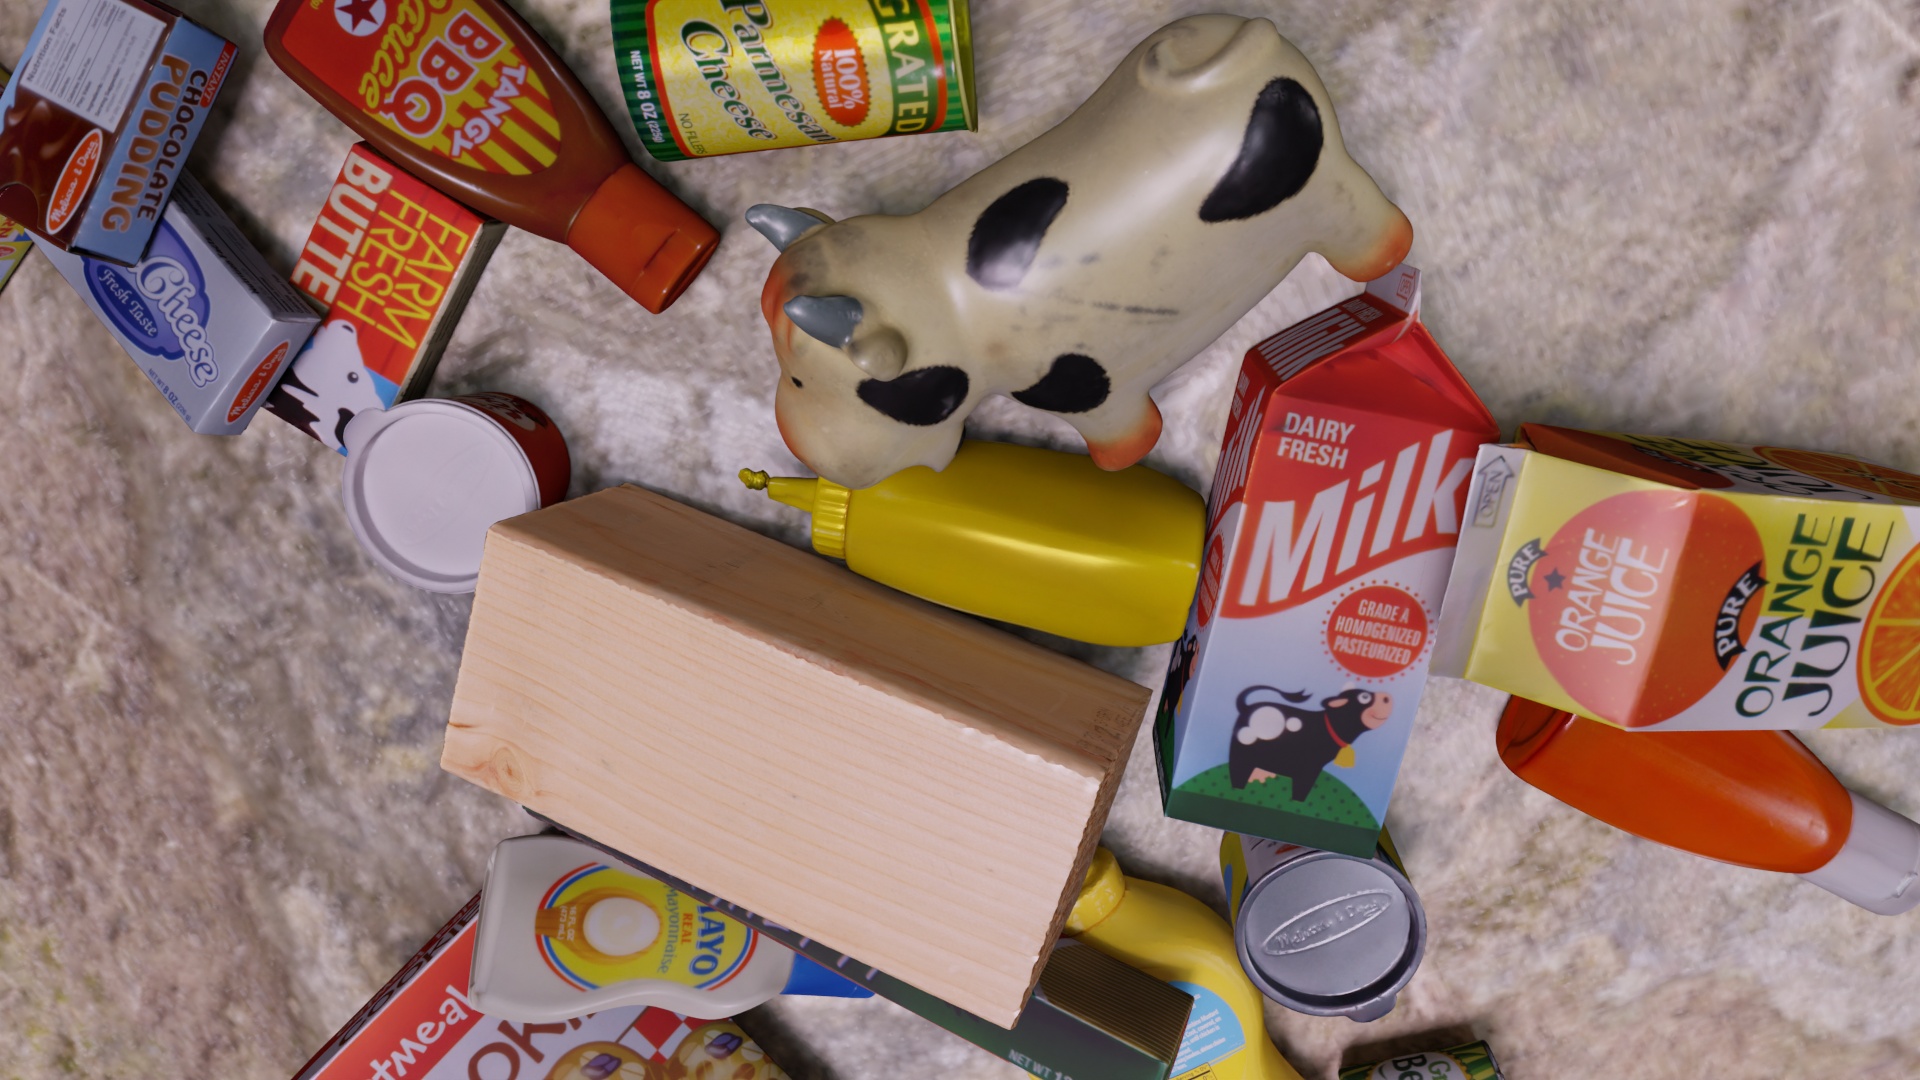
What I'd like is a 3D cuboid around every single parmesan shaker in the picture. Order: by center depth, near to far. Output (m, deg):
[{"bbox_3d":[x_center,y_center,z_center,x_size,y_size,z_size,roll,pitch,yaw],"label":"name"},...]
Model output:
[{"bbox_3d":[-0.049,-0.155,0.438,0.103,0.071,0.071,-5,106,6],"label":"parmesan shaker"}]

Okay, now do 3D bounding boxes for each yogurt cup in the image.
[{"bbox_3d":[-0.173,-0.021,0.490,0.072,0.054,0.072,1,106,4],"label":"yogurt cup"}]

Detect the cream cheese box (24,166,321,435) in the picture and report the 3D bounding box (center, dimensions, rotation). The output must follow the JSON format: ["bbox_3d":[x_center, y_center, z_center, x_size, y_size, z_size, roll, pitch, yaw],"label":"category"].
[{"bbox_3d":[-0.271,-0.091,0.477,0.104,0.024,0.053,46,104,11],"label":"cream cheese box"}]

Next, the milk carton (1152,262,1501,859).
[{"bbox_3d":[0.121,0.001,0.465,0.073,0.072,0.189,11,106,1],"label":"milk carton"}]

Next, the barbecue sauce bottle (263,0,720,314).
[{"bbox_3d":[-0.149,-0.135,0.460,0.148,0.044,0.065,39,90,-7],"label":"barbecue sauce bottle"}]

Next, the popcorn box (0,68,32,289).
[{"bbox_3d":[-0.382,-0.147,0.478,0.126,0.038,0.085,41,104,-8],"label":"popcorn box"}]

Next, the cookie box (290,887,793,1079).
[{"bbox_3d":[-0.147,0.216,0.531,0.167,0.040,0.123,48,66,-9],"label":"cookie box"}]

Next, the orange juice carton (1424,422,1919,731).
[{"bbox_3d":[0.228,0.011,0.424,0.193,0.073,0.071,3,108,-21],"label":"orange juice carton"}]

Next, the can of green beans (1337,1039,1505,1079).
[{"bbox_3d":[0.181,0.230,0.530,0.058,0.071,0.071,-15,105,9],"label":"can of green beans"}]

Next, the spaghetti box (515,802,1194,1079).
[{"bbox_3d":[-0.041,0.127,0.490,0.250,0.050,0.028,23,104,15],"label":"spaghetti box"}]

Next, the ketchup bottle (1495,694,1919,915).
[{"bbox_3d":[0.271,0.086,0.493,0.149,0.044,0.064,27,107,-4],"label":"ketchup bottle"}]

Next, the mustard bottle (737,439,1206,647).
[{"bbox_3d":[0.002,-0.006,0.478,0.160,0.066,0.048,11,125,6],"label":"mustard bottle"}]

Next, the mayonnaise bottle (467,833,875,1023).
[{"bbox_3d":[-0.101,0.147,0.516,0.148,0.041,0.065,10,63,-21],"label":"mayonnaise bottle"}]

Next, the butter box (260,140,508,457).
[{"bbox_3d":[-0.207,-0.083,0.490,0.053,0.024,0.103,31,106,-5],"label":"butter box"}]

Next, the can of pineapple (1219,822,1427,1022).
[{"bbox_3d":[0.131,0.131,0.509,0.071,0.058,0.070,1,106,4],"label":"can of pineapple"}]

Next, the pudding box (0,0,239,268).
[{"bbox_3d":[-0.279,-0.137,0.450,0.050,0.030,0.083,27,92,11],"label":"pudding box"}]
